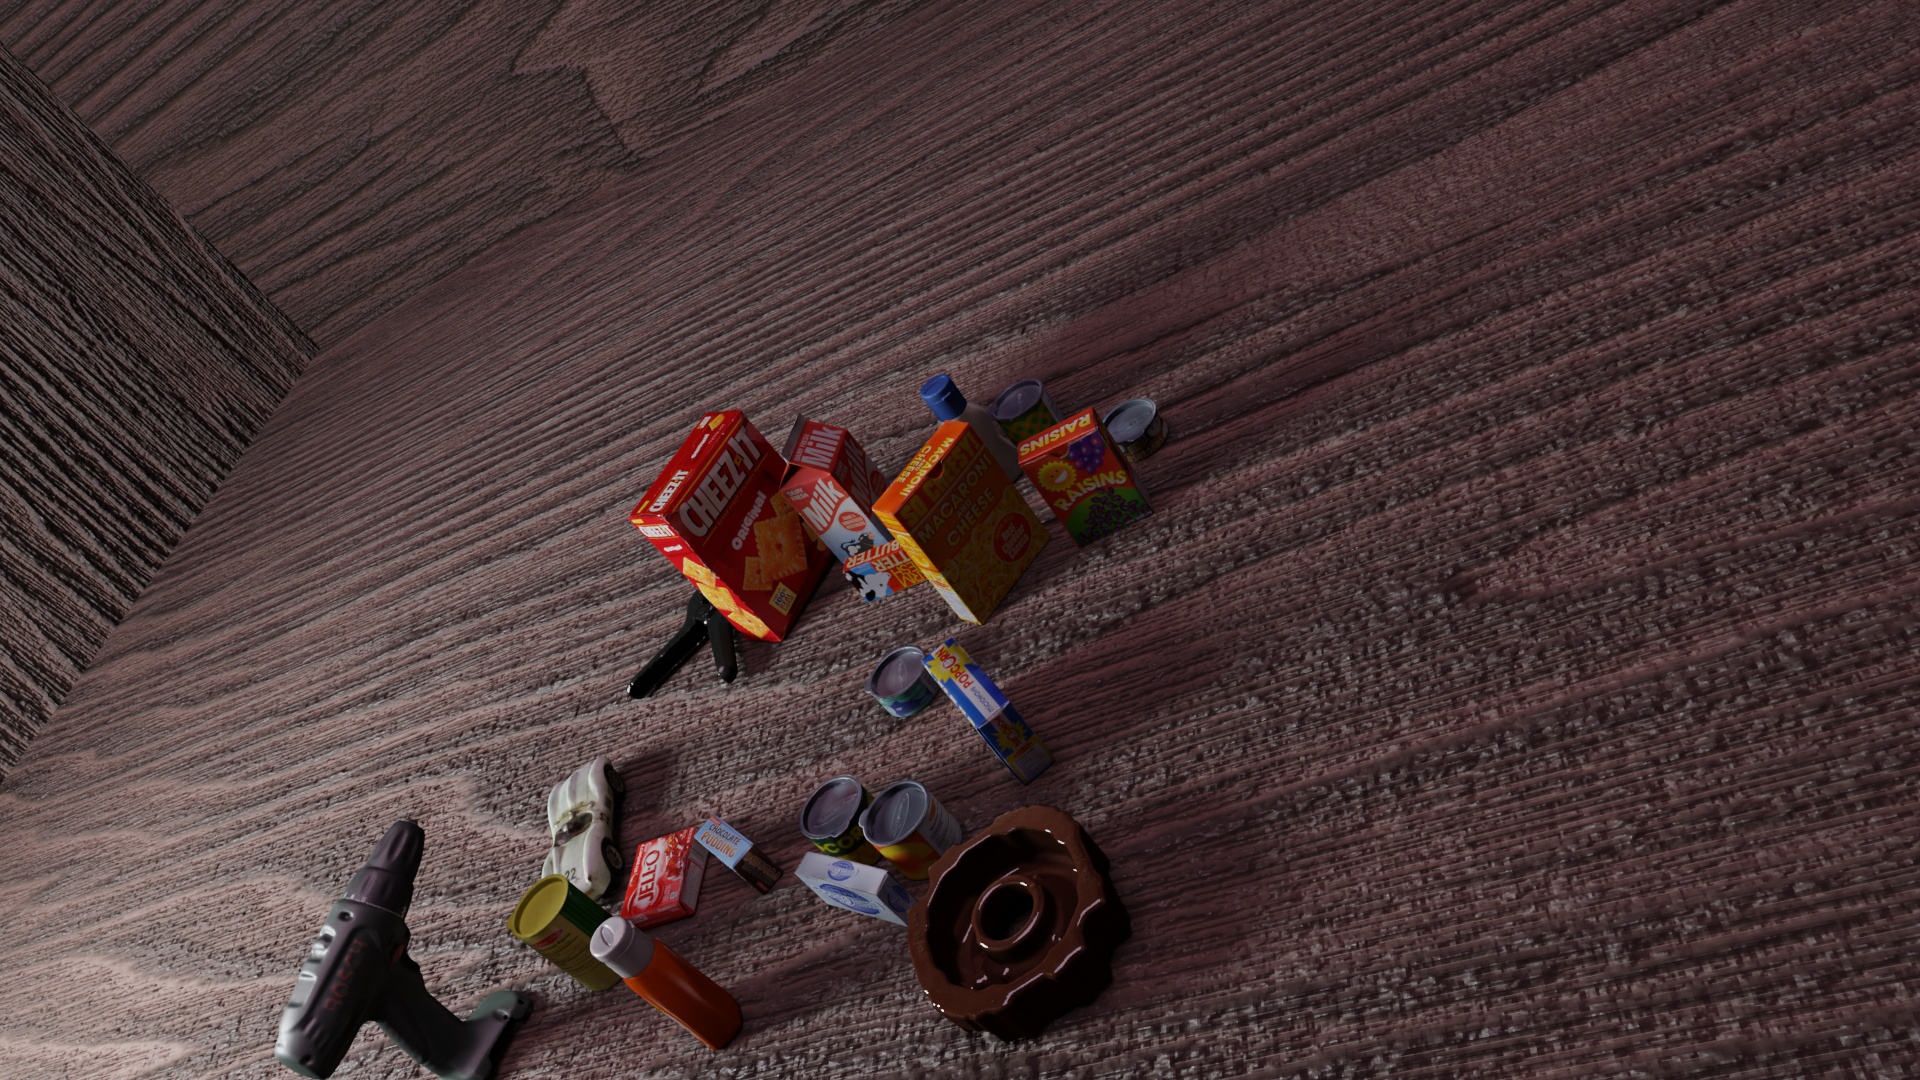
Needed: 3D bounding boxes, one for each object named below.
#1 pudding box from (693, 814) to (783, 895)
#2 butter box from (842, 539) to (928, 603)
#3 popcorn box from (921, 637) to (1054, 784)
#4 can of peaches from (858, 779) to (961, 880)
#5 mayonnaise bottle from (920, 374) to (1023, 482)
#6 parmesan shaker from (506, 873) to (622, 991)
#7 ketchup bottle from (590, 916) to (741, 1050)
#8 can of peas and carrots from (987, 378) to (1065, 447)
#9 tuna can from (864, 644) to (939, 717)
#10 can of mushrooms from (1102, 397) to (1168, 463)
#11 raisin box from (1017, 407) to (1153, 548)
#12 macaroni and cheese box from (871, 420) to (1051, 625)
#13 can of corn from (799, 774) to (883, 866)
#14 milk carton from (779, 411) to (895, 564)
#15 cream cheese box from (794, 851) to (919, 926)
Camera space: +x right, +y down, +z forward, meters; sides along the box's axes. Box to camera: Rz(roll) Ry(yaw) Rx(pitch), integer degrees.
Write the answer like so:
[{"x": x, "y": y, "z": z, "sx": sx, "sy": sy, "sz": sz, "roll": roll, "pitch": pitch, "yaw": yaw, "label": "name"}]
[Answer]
[{"x": -0.208, "y": 0.292, "z": 1.298, "sx": 0.030, "sy": 0.049, "sz": 0.084, "roll": -49, "pitch": 35, "yaw": -17, "label": "pudding box"}, {"x": -0.069, "y": 0.027, "z": 1.486, "sx": 0.103, "sy": 0.053, "sz": 0.024, "roll": -22, "pitch": 36, "yaw": 22, "label": "butter box"}, {"x": 0.023, "y": 0.149, "z": 1.225, "sx": 0.038, "sy": 0.085, "sz": 0.127, "roll": -40, "pitch": 33, "yaw": -4, "label": "popcorn box"}, {"x": -0.042, "y": 0.249, "z": 1.190, "sx": 0.071, "sy": 0.058, "sz": 0.071, "roll": -24, "pitch": 36, "yaw": 19, "label": "can of peaches"}, {"x": 0.010, "y": -0.115, "z": 1.499, "sx": 0.065, "sy": 0.147, "sz": 0.041, "roll": -42, "pitch": 34, "yaw": -7, "label": "mayonnaise bottle"}, {"x": -0.362, "y": 0.368, "z": 1.299, "sx": 0.071, "sy": 0.102, "sz": 0.072, "roll": -25, "pitch": 36, "yaw": 19, "label": "parmesan shaker"}, {"x": -0.245, "y": 0.365, "z": 1.155, "sx": 0.043, "sy": 0.148, "sz": 0.065, "roll": -46, "pitch": 34, "yaw": -12, "label": "ketchup bottle"}, {"x": 0.074, "y": -0.136, "z": 1.547, "sx": 0.071, "sy": 0.058, "sz": 0.071, "roll": -24, "pitch": 36, "yaw": 19, "label": "can of peas and carrots"}, {"x": -0.056, "y": 0.139, "z": 1.358, "sx": 0.071, "sy": 0.032, "sz": 0.071, "roll": -24, "pitch": 36, "yaw": 19, "label": "tuna can"}, {"x": 0.180, "y": -0.113, "z": 1.443, "sx": 0.071, "sy": 0.033, "sz": 0.071, "roll": -24, "pitch": 36, "yaw": 19, "label": "can of mushrooms"}, {"x": 0.121, "y": -0.060, "z": 1.352, "sx": 0.086, "sy": 0.123, "sz": 0.040, "roll": -25, "pitch": 35, "yaw": 18, "label": "raisin box"}, {"x": 0.005, "y": -0.017, "z": 1.369, "sx": 0.040, "sy": 0.166, "sz": 0.124, "roll": 13, "pitch": 58, "yaw": 50, "label": "macaroni and cheese box"}, {"x": -0.099, "y": 0.254, "z": 1.236, "sx": 0.071, "sy": 0.058, "sz": 0.071, "roll": -24, "pitch": 36, "yaw": 19, "label": "can of corn"}, {"x": -0.131, "y": -0.052, "z": 1.514, "sx": 0.073, "sy": 0.190, "sz": 0.073, "roll": -16, "pitch": 39, "yaw": 30, "label": "milk carton"}, {"x": -0.087, "y": 0.295, "z": 1.180, "sx": 0.103, "sy": 0.053, "sz": 0.024, "roll": 1, "pitch": 49, "yaw": 43, "label": "cream cheese box"}]
